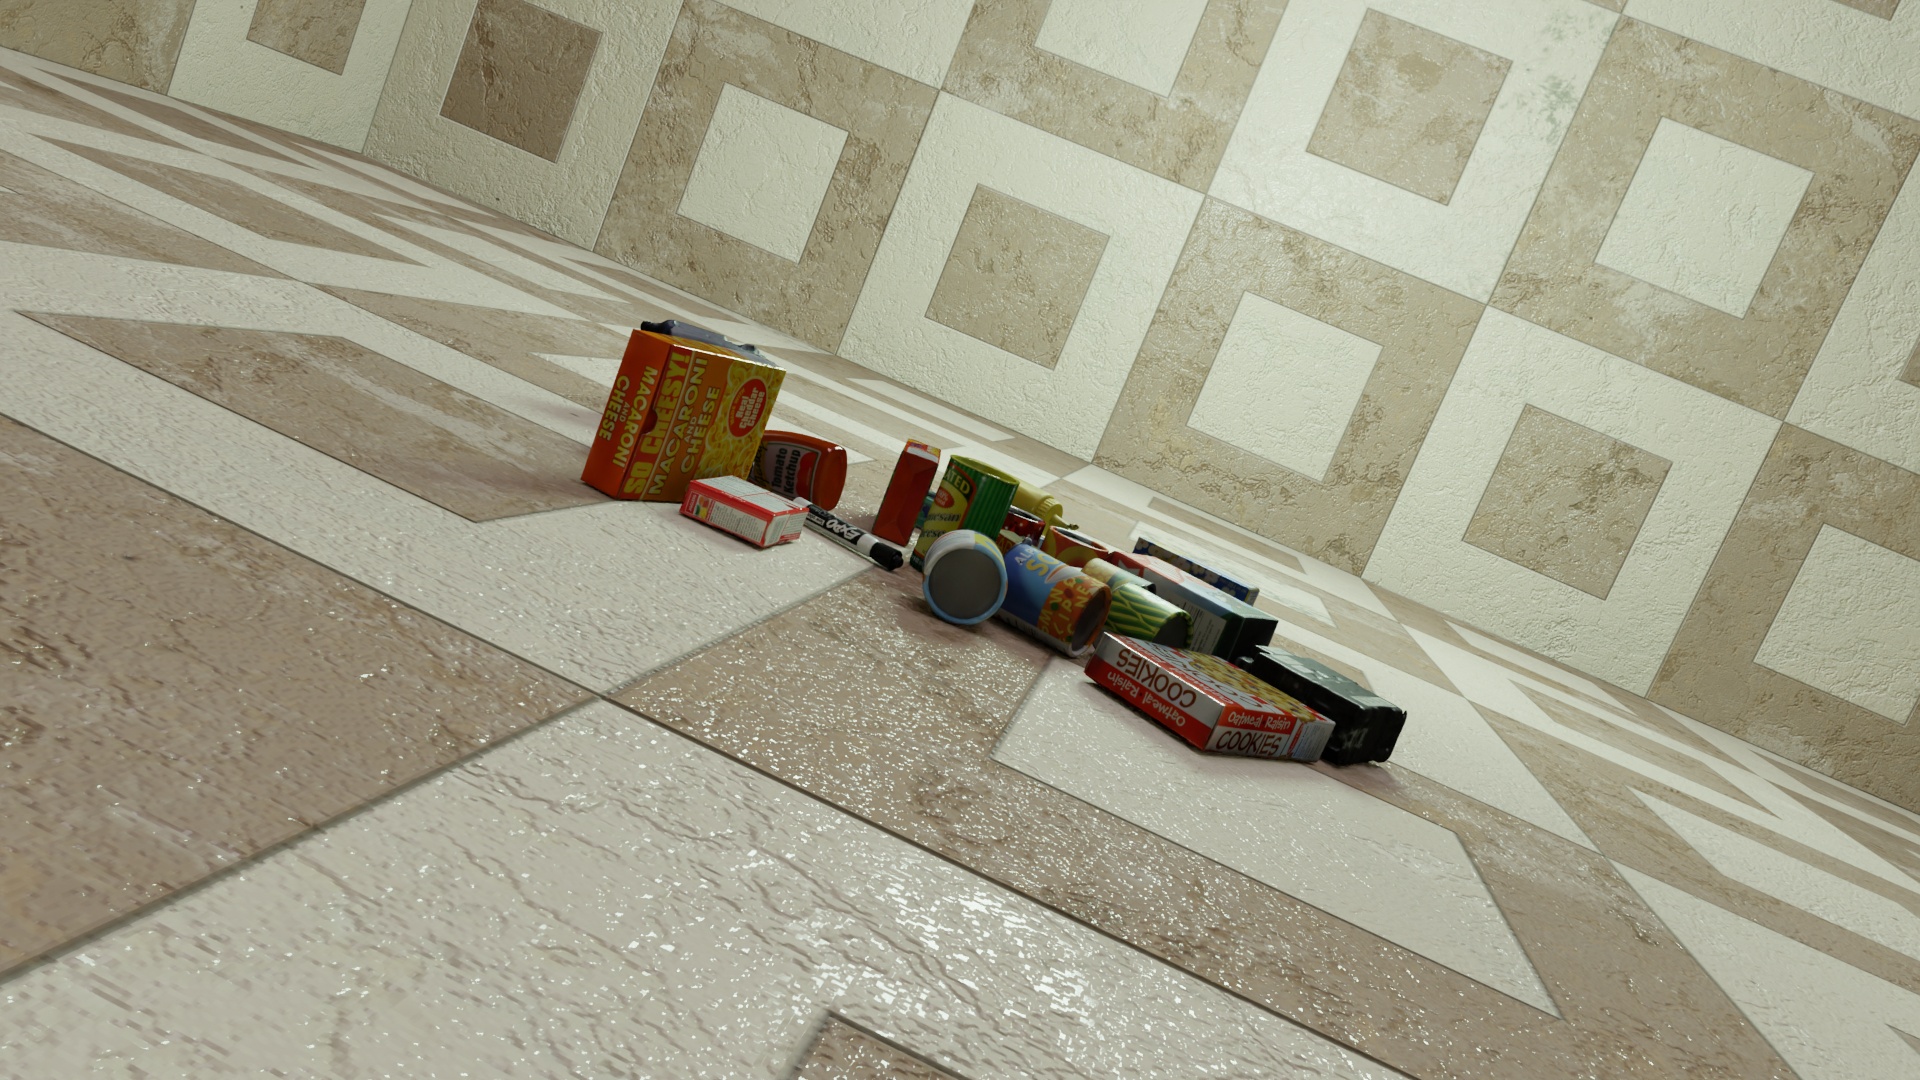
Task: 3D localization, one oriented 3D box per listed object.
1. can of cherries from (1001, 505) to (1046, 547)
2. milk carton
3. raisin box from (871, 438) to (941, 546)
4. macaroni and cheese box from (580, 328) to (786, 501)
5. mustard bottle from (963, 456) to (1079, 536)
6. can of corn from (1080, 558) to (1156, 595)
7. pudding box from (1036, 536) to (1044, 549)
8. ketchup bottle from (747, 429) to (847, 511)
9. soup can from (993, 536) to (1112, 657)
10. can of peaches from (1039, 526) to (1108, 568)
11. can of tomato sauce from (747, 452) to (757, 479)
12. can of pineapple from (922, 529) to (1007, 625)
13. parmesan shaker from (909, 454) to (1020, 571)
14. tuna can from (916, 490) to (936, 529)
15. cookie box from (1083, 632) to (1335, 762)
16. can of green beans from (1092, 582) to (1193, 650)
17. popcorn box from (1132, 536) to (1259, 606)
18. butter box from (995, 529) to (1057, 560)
[{"bbox_3d":[0.045,-0.003,1.394,0.071,0.058,0.071,22,8,-3],"label":"can of cherries"},{"bbox_3d":[0.190,0.065,1.296,0.191,0.073,0.072,29,13,36],"label":"milk carton"},{"bbox_3d":[-0.050,-0.049,1.344,0.040,0.086,0.123,20,9,-3],"label":"raisin box"},{"bbox_3d":[-0.212,-0.093,1.087,0.040,0.123,0.166,24,9,21],"label":"macaroni and cheese box"},{"bbox_3d":[0.058,-0.041,1.477,0.160,0.048,0.065,28,10,31],"label":"mustard bottle"},{"bbox_3d":[0.131,0.057,1.233,0.058,0.071,0.071,26,9,24],"label":"can of corn"},{"bbox_3d":[0.047,-0.003,1.491,0.084,0.030,0.050,17,11,-32],"label":"pudding box"},{"bbox_3d":[-0.176,-0.073,1.269,0.149,0.064,0.043,17,12,25],"label":"ketchup bottle"},{"bbox_3d":[0.073,0.046,1.131,0.084,0.071,0.071,27,10,25],"label":"soup can"},{"bbox_3d":[0.109,0.024,1.388,0.071,0.058,0.071,22,8,-3],"label":"can of peaches"},{"bbox_3d":[-0.225,-0.086,1.207,0.083,0.071,0.071,17,10,-27],"label":"can of tomato sauce"},{"bbox_3d":[0.004,0.030,1.082,0.071,0.071,0.058,22,9,-5],"label":"can of pineapple"},{"bbox_3d":[0.004,-0.015,1.223,0.071,0.103,0.071,22,8,-3],"label":"parmesan shaker"},{"bbox_3d":[-0.025,-0.028,1.452,0.071,0.032,0.071,21,9,-3],"label":"tuna can"},{"bbox_3d":[0.193,0.123,1.074,0.167,0.040,0.123,14,12,-47],"label":"cookie box"},{"bbox_3d":[0.152,0.077,1.159,0.058,0.071,0.071,30,11,39],"label":"can of green beans"},{"bbox_3d":[0.217,0.059,1.360,0.127,0.085,0.038,27,10,27],"label":"popcorn box"},{"bbox_3d":[0.055,0.030,1.241,0.024,0.053,0.104,13,12,-35],"label":"butter box"}]
